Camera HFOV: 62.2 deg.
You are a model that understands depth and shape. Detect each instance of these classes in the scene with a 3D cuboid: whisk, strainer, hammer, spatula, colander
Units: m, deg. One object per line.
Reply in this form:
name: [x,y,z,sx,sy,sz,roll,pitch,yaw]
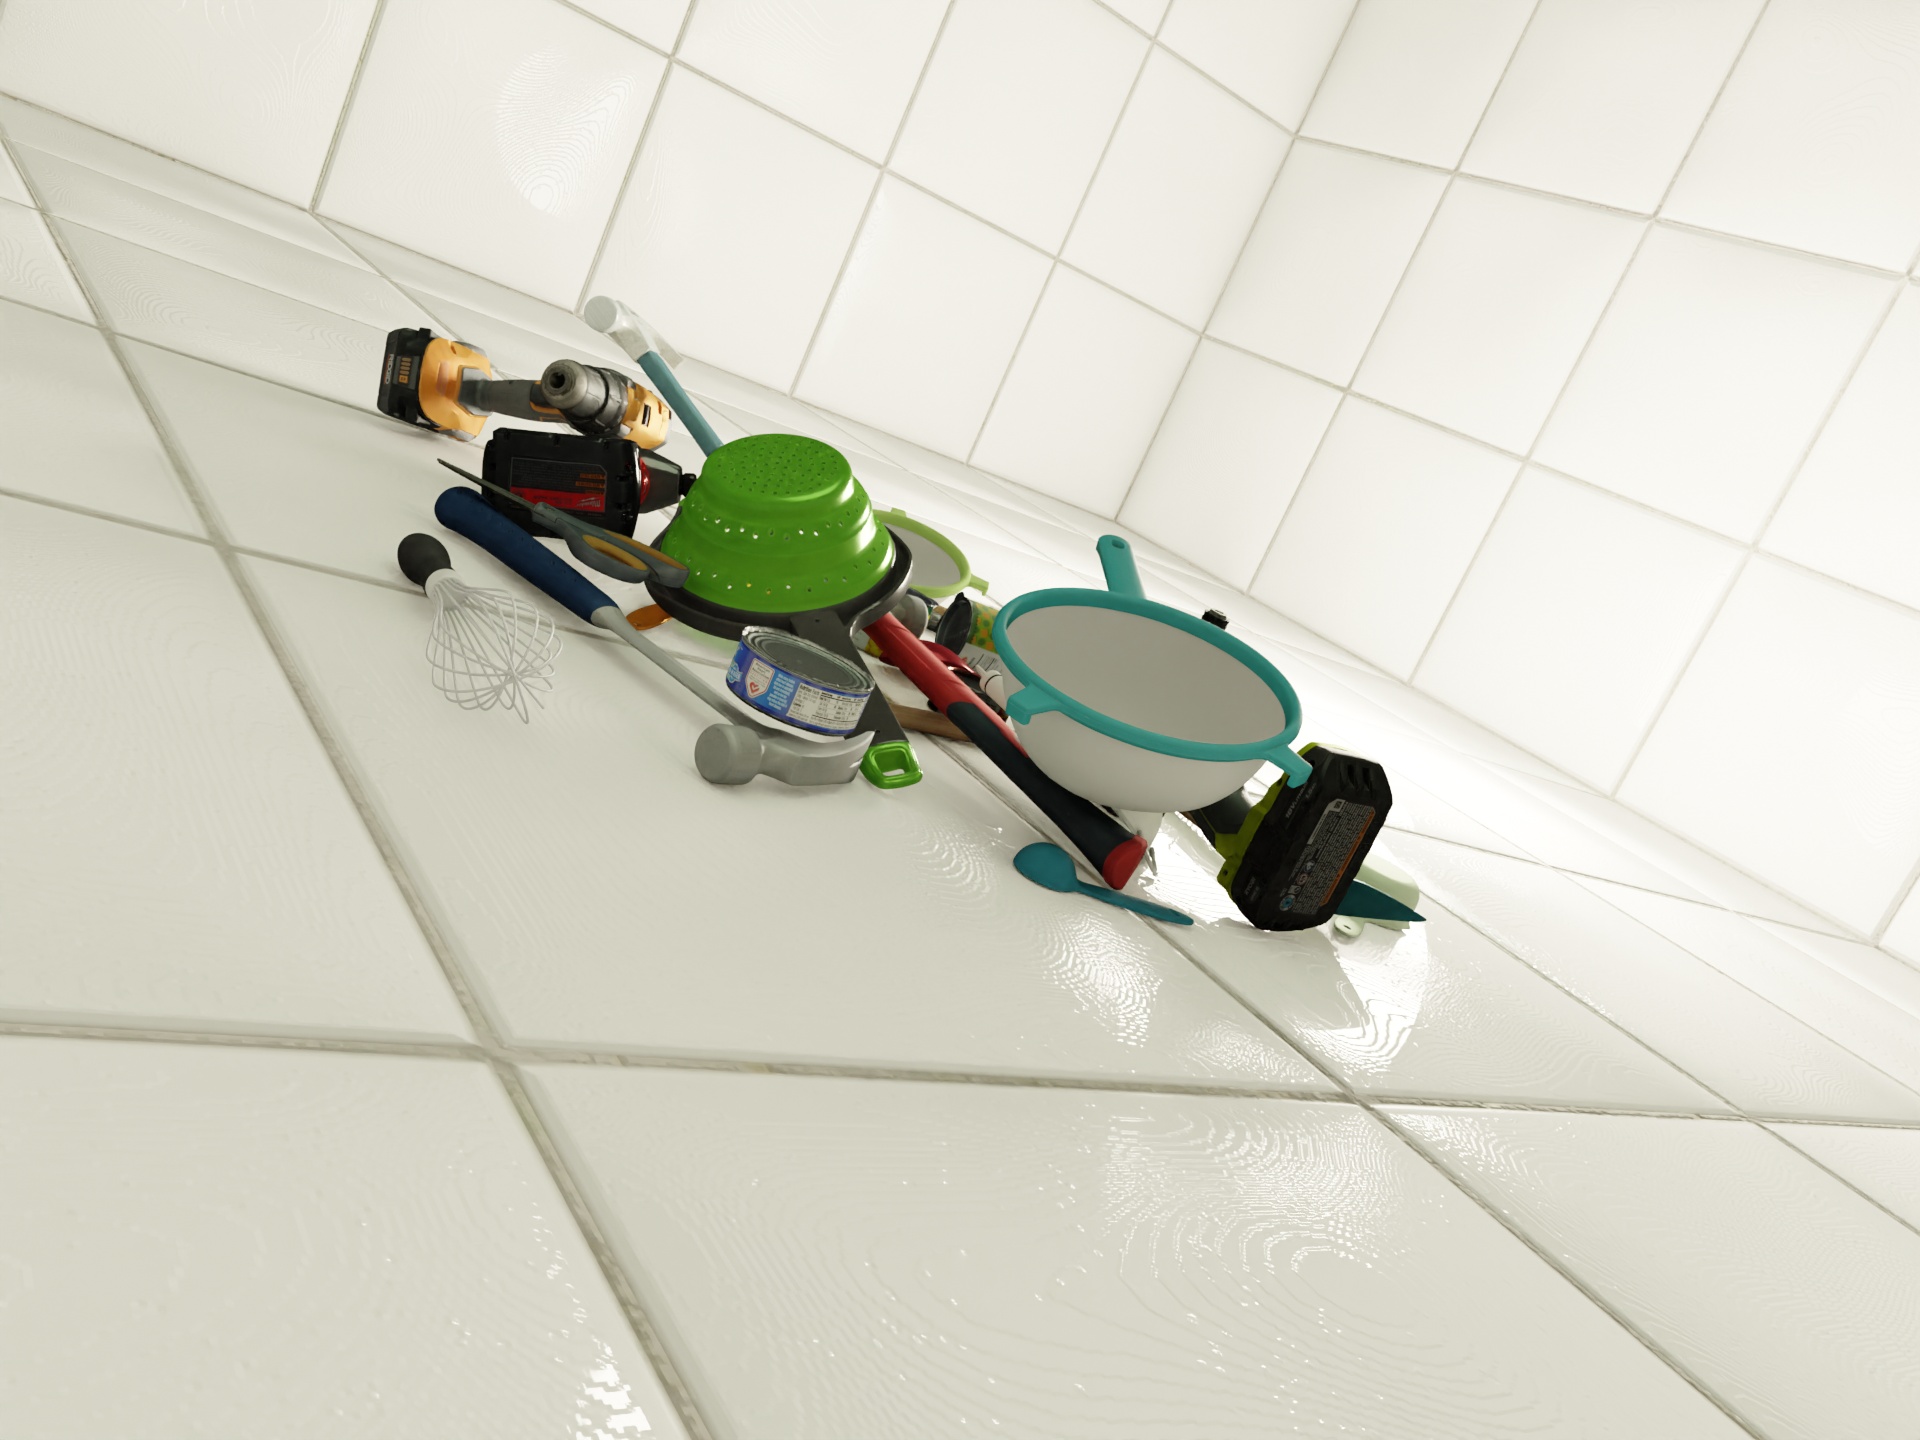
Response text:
whisk: [-0.287,-0.067,0.909,0.070,0.070,0.285,16,11,-33]
strainer: [-0.107,-0.132,1.512,0.256,0.069,0.152,-14,46,-44]
strainer: [0.112,-0.030,1.114,0.211,0.095,0.341,13,27,-7]
hammer: [-0.002,-0.004,1.145,0.143,0.038,0.387,9,24,-40]
spatula: [0.033,0.014,1.248,0.315,0.018,0.060,12,-1,-42]
hammer: [-0.221,-0.061,1.044,0.406,0.035,0.144,34,16,35]
hammer: [-0.204,-0.221,1.380,0.331,0.033,0.128,54,8,-2]
spatula: [0.225,0.088,1.238,0.082,0.044,0.318,28,6,-34]
colander: [-0.107,-0.103,1.128,0.204,0.094,0.398,-11,40,-19]
strainer: [0.082,0.023,1.179,0.259,0.050,0.086,44,-4,42]

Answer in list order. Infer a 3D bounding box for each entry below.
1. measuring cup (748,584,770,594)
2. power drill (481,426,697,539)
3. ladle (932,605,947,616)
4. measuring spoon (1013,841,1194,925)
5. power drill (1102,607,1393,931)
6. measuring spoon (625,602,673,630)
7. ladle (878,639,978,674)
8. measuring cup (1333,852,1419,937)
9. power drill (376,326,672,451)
measuring cup: [-0.122,-0.055,1.248,0.157,0.029,0.062,46,22,28]
power drill: [-0.293,-0.191,1.274,0.143,0.078,0.220,5,10,-3]
ladle: [-0.003,-0.114,1.616,0.320,0.062,0.078,22,-10,1]
measuring spoon: [0.094,0.101,0.999,0.128,0.021,0.042,20,14,-17]
power drill: [0.196,0.033,1.142,0.080,0.171,0.223,11,22,-35]
measuring spoon: [-0.222,-0.076,1.167,0.021,0.011,0.117,27,16,4]
ladle: [0.076,-0.003,1.370,0.315,0.031,0.069,25,-12,-14]
measuring cup: [0.314,0.136,1.232,0.083,0.038,0.167,29,14,17]
power drill: [-0.382,-0.282,1.366,0.226,0.084,0.185,10,1,9]
